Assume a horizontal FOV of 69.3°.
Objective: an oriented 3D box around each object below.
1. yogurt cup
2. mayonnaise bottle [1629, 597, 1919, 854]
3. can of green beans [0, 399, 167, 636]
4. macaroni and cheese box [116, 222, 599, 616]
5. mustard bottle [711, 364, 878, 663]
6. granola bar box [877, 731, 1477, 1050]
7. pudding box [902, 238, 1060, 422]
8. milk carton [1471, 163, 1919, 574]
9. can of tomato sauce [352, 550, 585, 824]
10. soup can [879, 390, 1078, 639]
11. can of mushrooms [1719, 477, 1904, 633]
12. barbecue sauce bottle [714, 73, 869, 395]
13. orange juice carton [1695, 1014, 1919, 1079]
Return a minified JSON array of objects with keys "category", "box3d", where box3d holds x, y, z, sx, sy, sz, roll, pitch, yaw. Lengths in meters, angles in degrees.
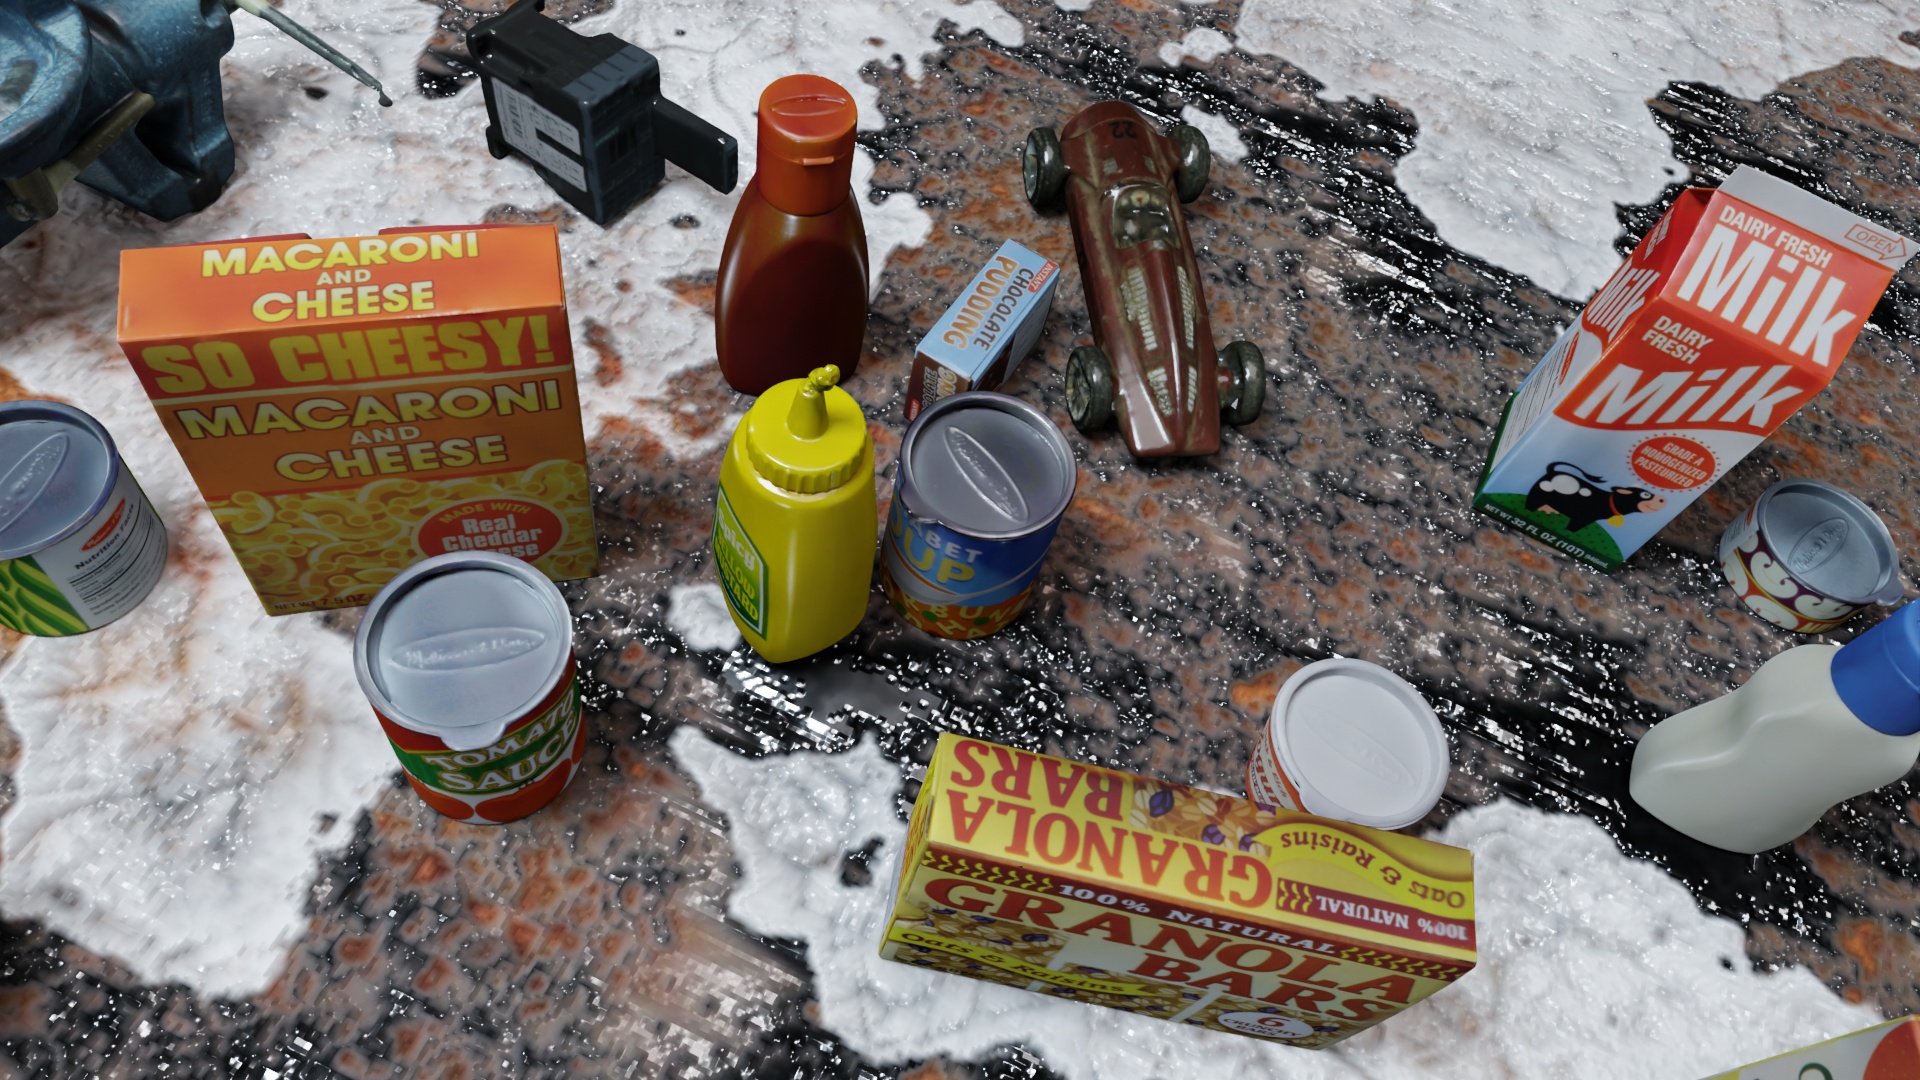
[{"category":"yogurt cup","box3d":[0.144,0.086,0.532,0.072,0.053,0.073,5,58,-8]},{"category":"mayonnaise bottle","box3d":[0.317,0.071,0.518,0.065,0.147,0.041,25,58,5]},{"category":"can of green beans","box3d":[-0.328,-0.007,0.497,0.071,0.057,0.071,5,58,-8]},{"category":"macaroni and cheese box","box3d":[-0.193,-0.036,0.477,0.124,0.165,0.040,-7,61,-15]},{"category":"mustard bottle","box3d":[-0.058,-0.014,0.492,0.049,0.159,0.065,-23,66,-23]},{"category":"granola bar box","box3d":[0.062,0.120,0.453,0.166,0.123,0.039,13,57,-3]},{"category":"pudding box","box3d":[0.010,-0.089,0.617,0.030,0.049,0.084,31,58,8]},{"category":"milk carton","box3d":[0.297,-0.073,0.579,0.072,0.189,0.074,27,58,6]},{"category":"can of tomato sauce","box3d":[-0.163,0.054,0.476,0.071,0.082,0.071,5,58,-8]},{"category":"soup can","box3d":[0.002,-0.007,0.544,0.071,0.083,0.071,5,58,-8]},{"category":"can of mushrooms","box3d":[0.391,0.009,0.638,0.071,0.033,0.071,5,58,-8]},{"category":"barbecue sauce bottle","box3d":[-0.066,-0.118,0.562,0.065,0.147,0.044,-9,61,-16]},{"category":"orange juice carton","box3d":[0.288,0.188,0.413,0.072,0.191,0.073,3,58,-9]}]
